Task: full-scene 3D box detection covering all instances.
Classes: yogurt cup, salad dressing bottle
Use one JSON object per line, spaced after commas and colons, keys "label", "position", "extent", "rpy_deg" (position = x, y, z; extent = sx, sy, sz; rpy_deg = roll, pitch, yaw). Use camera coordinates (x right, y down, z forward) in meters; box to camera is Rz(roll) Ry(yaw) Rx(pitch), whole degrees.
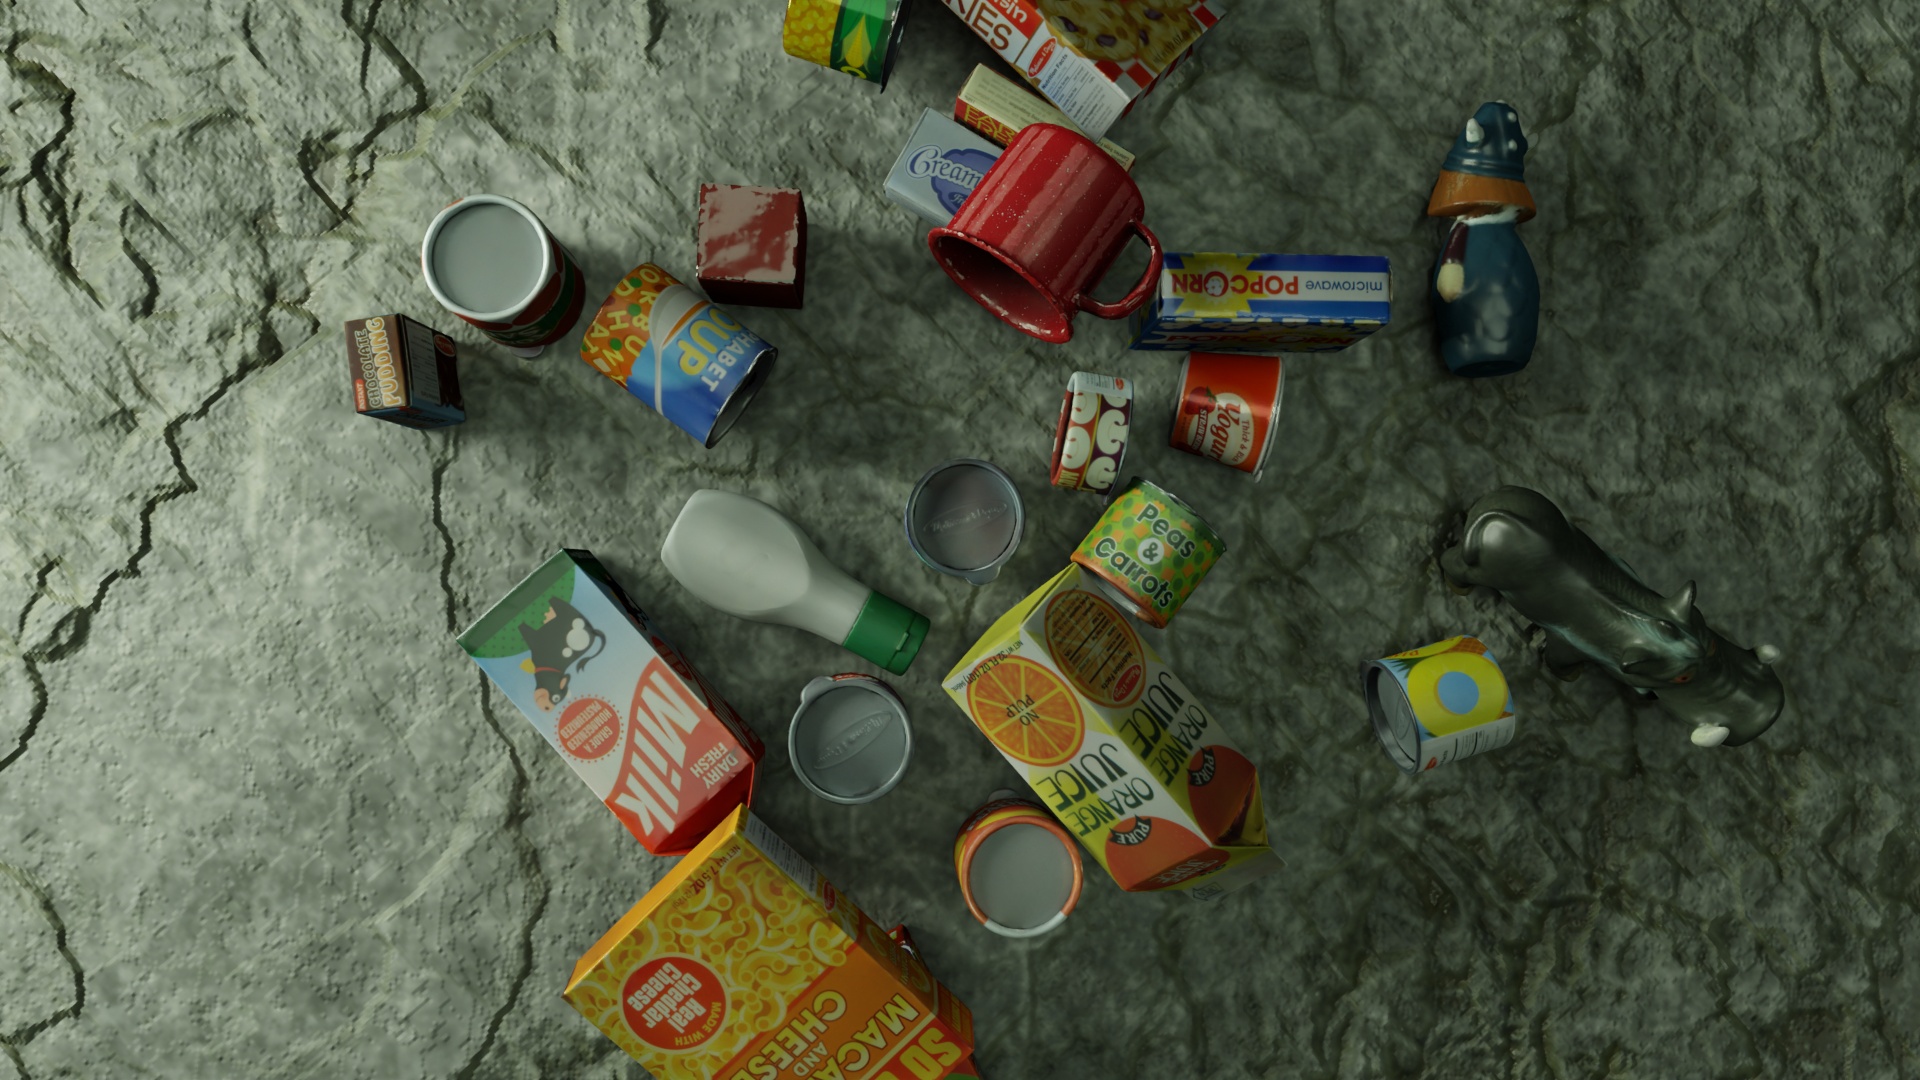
{"label": "yogurt cup", "position": [0.147, -0.074, 0.775], "extent": [0.054, 0.072, 0.072], "rpy_deg": [11, 87, 4]}
{"label": "salad dressing bottle", "position": [-0.089, 0.025, 0.763], "extent": [0.148, 0.044, 0.064], "rpy_deg": [29, 84, -4]}

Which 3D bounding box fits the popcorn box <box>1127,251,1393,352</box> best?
{"label": "popcorn box", "position": [0.162, -0.130, 0.766], "extent": [0.127, 0.085, 0.038], "rpy_deg": [0, 87, -4]}

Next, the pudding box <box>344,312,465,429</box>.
{"label": "pudding box", "position": [-0.291, -0.087, 0.731], "extent": [0.030, 0.083, 0.049], "rpy_deg": [-8, 90, -2]}

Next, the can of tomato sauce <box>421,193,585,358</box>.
{"label": "can of tomato sauce", "position": [-0.241, -0.139, 0.736], "extent": [0.071, 0.083, 0.071], "rpy_deg": [0, 88, -4]}

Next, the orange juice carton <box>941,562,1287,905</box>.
{"label": "orange juice carton", "position": [0.088, 0.115, 0.745], "extent": [0.192, 0.071, 0.073], "rpy_deg": [49, 41, -1]}

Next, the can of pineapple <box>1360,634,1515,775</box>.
{"label": "can of pineapple", "position": [0.266, 0.089, 0.777], "extent": [0.058, 0.071, 0.071], "rpy_deg": [-16, 90, -5]}

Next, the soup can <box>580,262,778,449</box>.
{"label": "soup can", "position": [-0.150, -0.102, 0.748], "extent": [0.084, 0.071, 0.071], "rpy_deg": [35, 86, -2]}

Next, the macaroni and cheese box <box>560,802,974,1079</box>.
{"label": "macaroni and cheese box", "position": [-0.094, 0.233, 0.700], "extent": [0.123, 0.040, 0.166], "rpy_deg": [-44, 100, 7]}

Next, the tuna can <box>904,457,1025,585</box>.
{"label": "tuna can", "position": [0.003, -0.010, 0.776], "extent": [0.071, 0.033, 0.071], "rpy_deg": [0, 88, -4]}

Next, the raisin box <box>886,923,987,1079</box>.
{"label": "raisin box", "position": [-0.039, 0.287, 0.759], "extent": [0.086, 0.040, 0.123], "rpy_deg": [-28, 90, -4]}

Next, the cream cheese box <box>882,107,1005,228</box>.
{"label": "cream cheese box", "position": [0.013, -0.195, 0.787], "extent": [0.104, 0.024, 0.053], "rpy_deg": [30, 86, -3]}

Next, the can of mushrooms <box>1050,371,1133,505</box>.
{"label": "can of mushrooms", "position": [0.072, -0.057, 0.767], "extent": [0.033, 0.071, 0.071], "rpy_deg": [10, 88, -3]}

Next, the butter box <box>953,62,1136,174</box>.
{"label": "butter box", "position": [0.046, -0.225, 0.777], "extent": [0.103, 0.053, 0.024], "rpy_deg": [30, 89, -2]}

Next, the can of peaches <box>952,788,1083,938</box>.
{"label": "can of peaches", "position": [0.030, 0.176, 0.759], "extent": [0.071, 0.058, 0.071], "rpy_deg": [0, 89, -4]}

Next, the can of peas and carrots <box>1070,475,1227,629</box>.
{"label": "can of peas and carrots", "position": [0.103, 0.007, 0.764], "extent": [0.071, 0.071, 0.059], "rpy_deg": [39, 87, -2]}

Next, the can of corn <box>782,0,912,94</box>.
{"label": "can of corn", "position": [-0.061, -0.290, 0.766], "extent": [0.058, 0.071, 0.071], "rpy_deg": [18, 87, -3]}

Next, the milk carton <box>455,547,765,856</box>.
{"label": "milk carton", "position": [-0.168, 0.097, 0.739], "extent": [0.073, 0.072, 0.190], "rpy_deg": [-42, 92, -4]}

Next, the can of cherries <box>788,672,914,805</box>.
{"label": "can of cherries", "position": [-0.060, 0.103, 0.754], "extent": [0.071, 0.058, 0.071], "rpy_deg": [0, 89, -3]}

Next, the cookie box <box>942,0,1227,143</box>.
{"label": "cookie box", "position": [0.050, -0.310, 0.760], "extent": [0.167, 0.040, 0.123], "rpy_deg": [43, 53, -2]}
